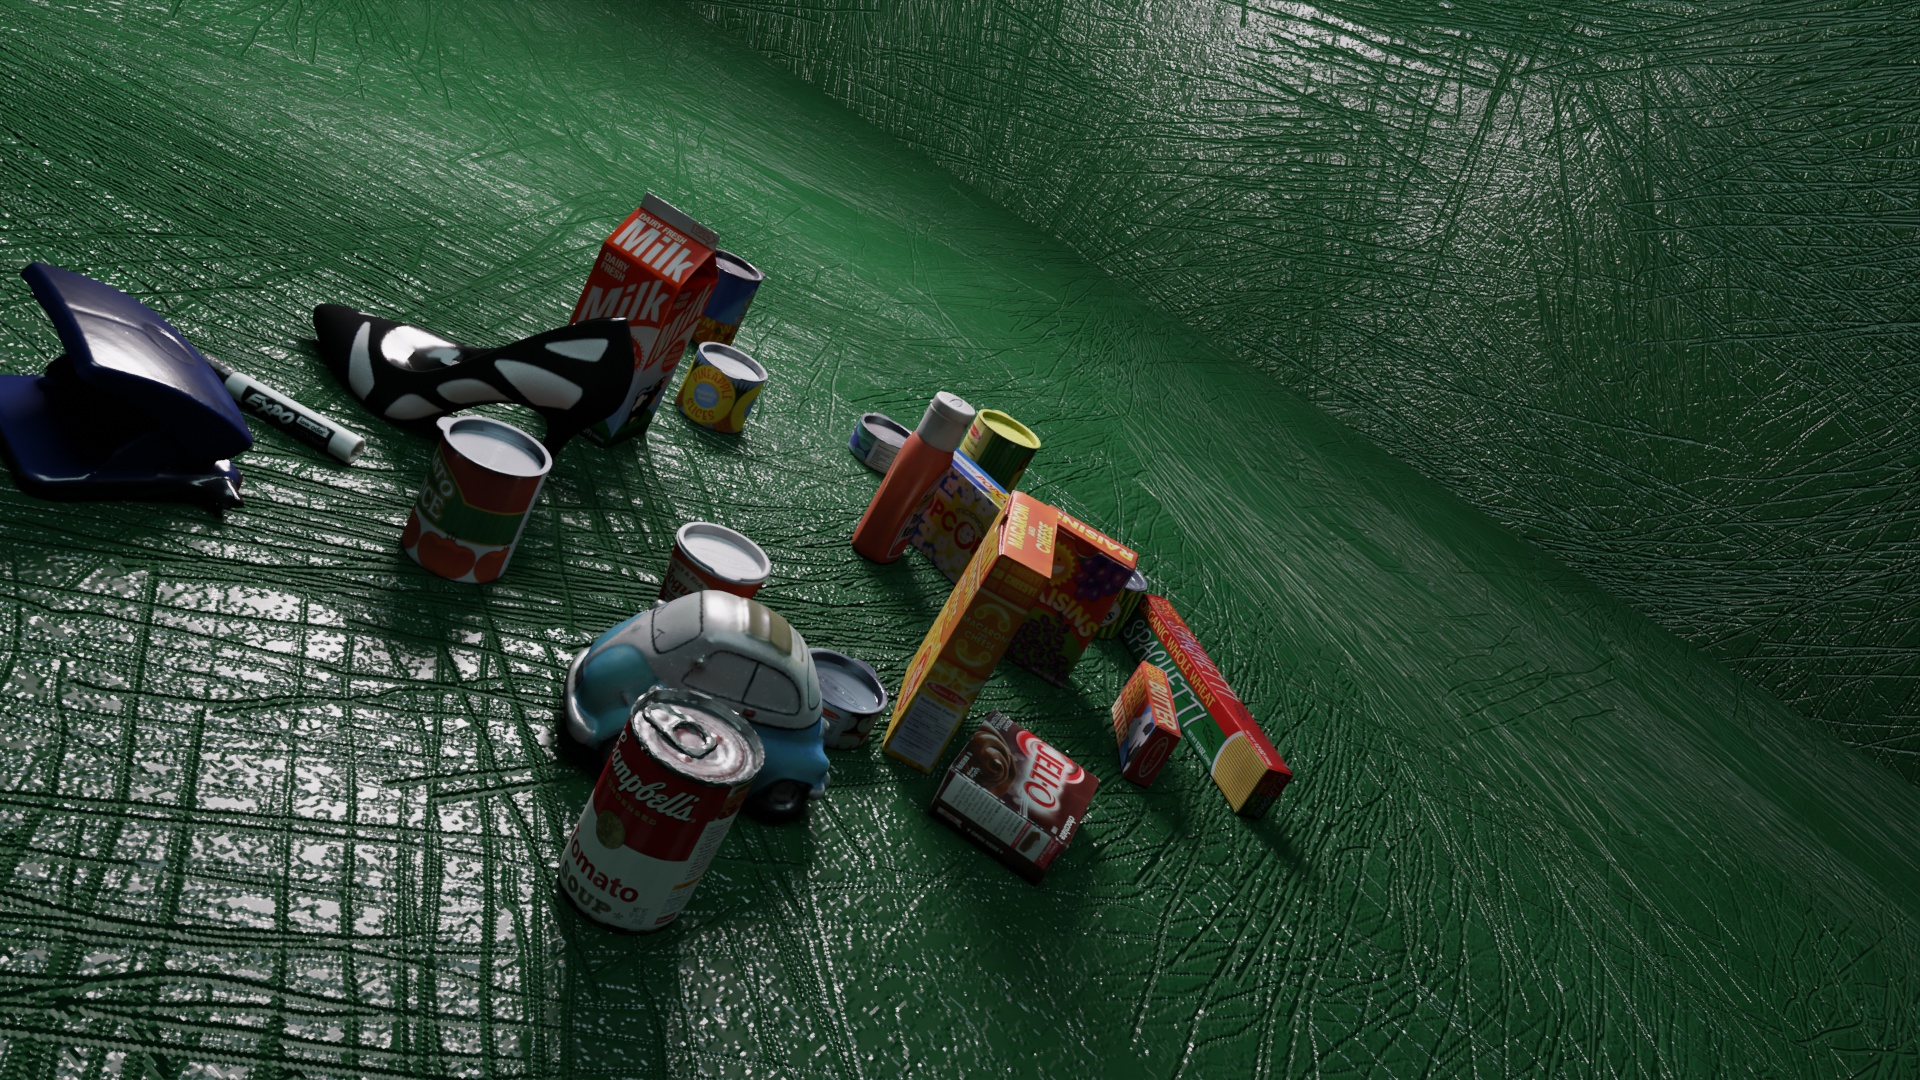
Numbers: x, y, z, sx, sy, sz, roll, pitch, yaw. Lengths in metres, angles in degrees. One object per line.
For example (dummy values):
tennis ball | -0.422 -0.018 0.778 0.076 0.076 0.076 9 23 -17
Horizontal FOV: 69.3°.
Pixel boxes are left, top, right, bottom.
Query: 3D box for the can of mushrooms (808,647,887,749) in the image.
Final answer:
can of mushrooms | -0.083 0.104 0.916 0.071 0.033 0.071 25 22 -11

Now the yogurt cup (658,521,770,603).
yogurt cup | -0.171 0.027 0.947 0.072 0.053 0.073 25 22 -11

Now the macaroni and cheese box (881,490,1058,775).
macaroni and cheese box | 0.008 0.059 0.947 0.040 0.165 0.124 28 21 -5

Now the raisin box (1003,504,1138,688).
raisin box | 0.076 0.045 1.122 0.086 0.123 0.040 31 21 2

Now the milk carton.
milk carton | -0.257 -0.175 1.100 0.072 0.189 0.074 32 21 5

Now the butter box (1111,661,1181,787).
butter box | 0.145 0.142 1.089 0.024 0.053 0.104 26 22 -10

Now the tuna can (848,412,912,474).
tuna can | -0.076 -0.095 1.363 0.071 0.032 0.071 25 22 -11

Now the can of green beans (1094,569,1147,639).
can of green beans | 0.127 0.048 1.267 0.071 0.057 0.071 25 22 -11

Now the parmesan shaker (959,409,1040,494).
parmesan shaker | 0.023 -0.066 1.326 0.071 0.102 0.071 25 22 -11

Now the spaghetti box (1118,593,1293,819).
spaghetti box | 0.202 0.134 1.184 0.029 0.050 0.251 18 25 -29

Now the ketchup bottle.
ketchup bottle | -0.038 -0.053 1.162 0.043 0.148 0.065 33 21 7

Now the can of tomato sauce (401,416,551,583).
can of tomato sauce | -0.302 -0.025 0.860 0.071 0.082 0.071 25 22 -11

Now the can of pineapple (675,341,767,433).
can of pineapple | -0.216 -0.136 1.246 0.071 0.057 0.071 25 22 -11

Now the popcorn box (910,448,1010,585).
popcorn box | 0.004 -0.015 1.217 0.038 0.085 0.127 2 35 -51

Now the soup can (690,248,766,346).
soup can | -0.245 -0.244 1.411 0.071 0.083 0.071 25 22 -11
